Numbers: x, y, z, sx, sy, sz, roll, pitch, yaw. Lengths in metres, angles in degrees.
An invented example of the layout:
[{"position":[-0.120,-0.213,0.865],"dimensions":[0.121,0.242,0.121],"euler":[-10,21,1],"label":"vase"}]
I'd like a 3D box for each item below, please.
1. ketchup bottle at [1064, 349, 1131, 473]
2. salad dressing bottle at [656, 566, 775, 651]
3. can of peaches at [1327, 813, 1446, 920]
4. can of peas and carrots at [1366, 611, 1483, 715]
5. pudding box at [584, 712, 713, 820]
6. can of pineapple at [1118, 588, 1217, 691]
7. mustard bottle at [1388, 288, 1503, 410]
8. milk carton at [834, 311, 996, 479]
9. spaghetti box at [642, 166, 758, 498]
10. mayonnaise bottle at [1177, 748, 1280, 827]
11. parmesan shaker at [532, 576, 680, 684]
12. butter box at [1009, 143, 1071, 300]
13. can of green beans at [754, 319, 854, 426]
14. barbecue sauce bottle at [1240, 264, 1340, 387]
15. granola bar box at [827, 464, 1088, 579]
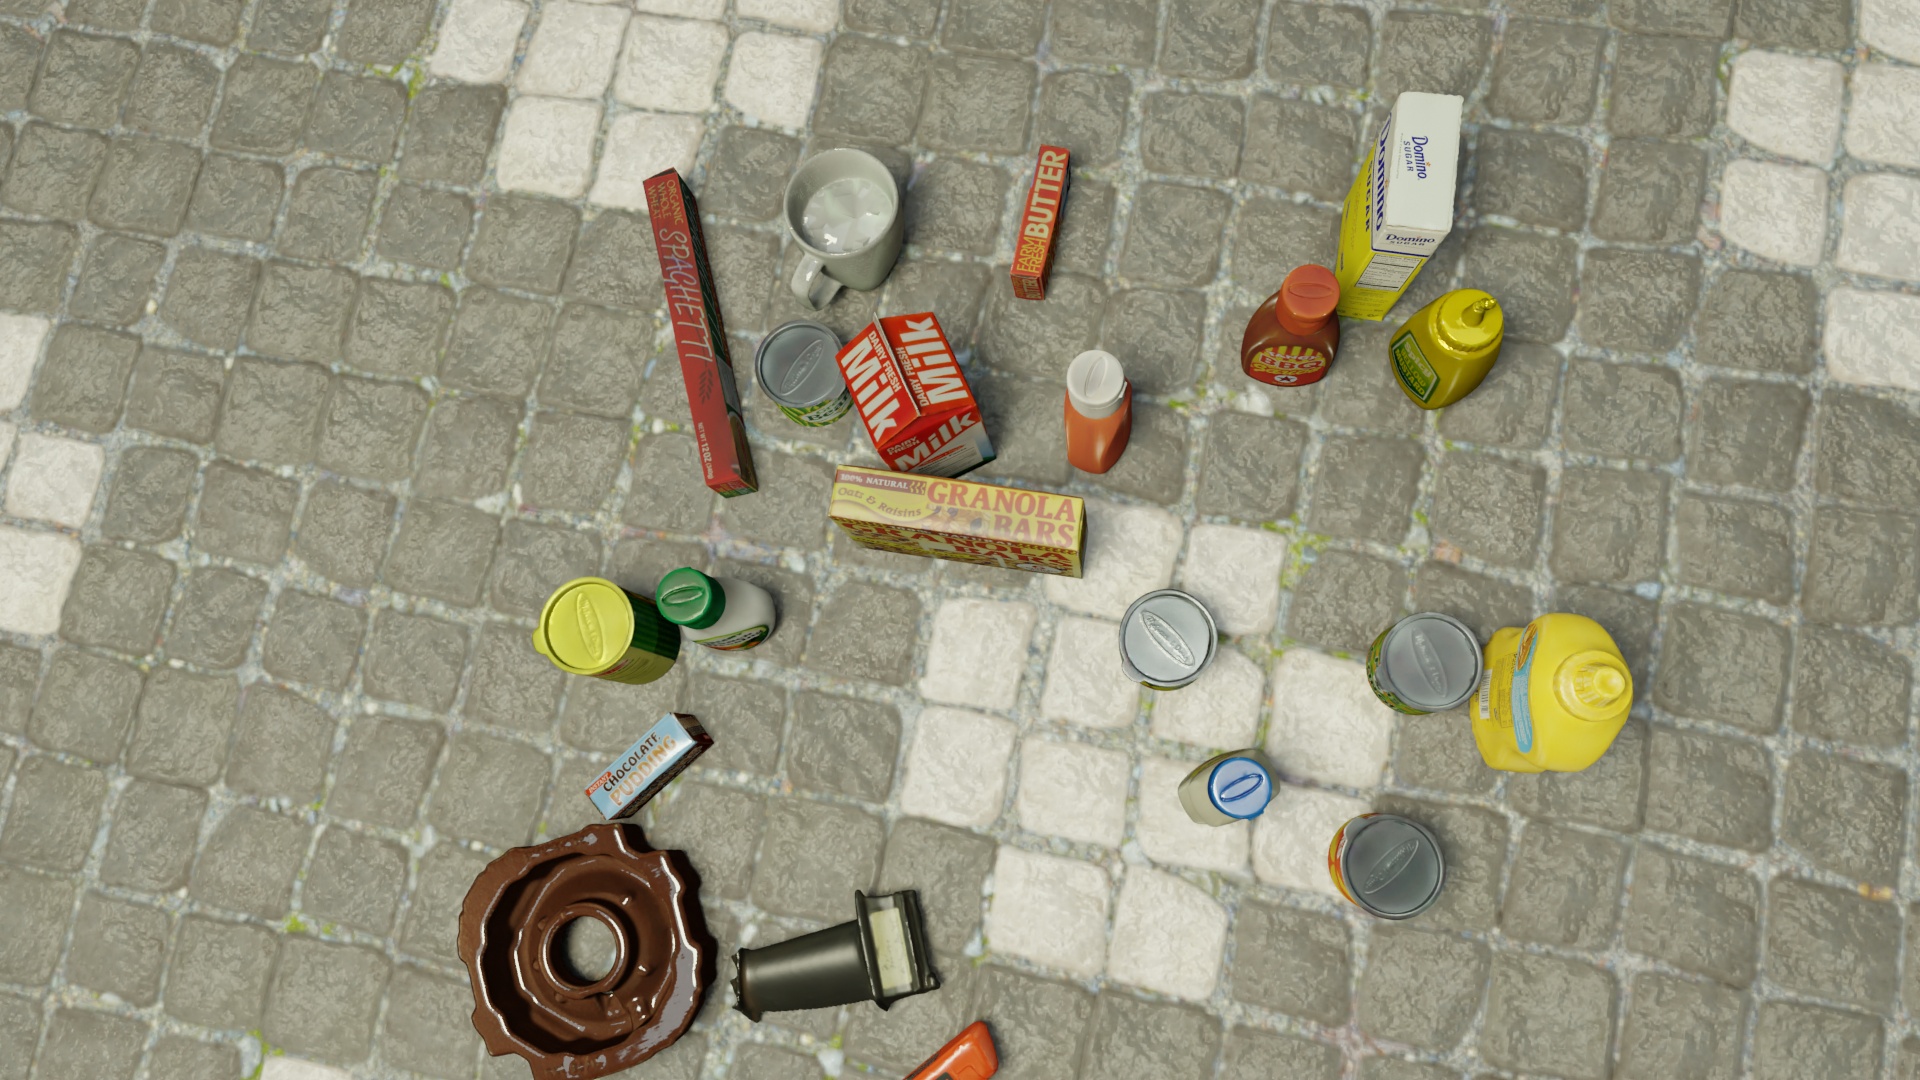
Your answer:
[{"position":[0.094,-0.091,0.946],"dimensions":[0.043,0.148,0.065],"euler":[19,83,9],"label":"ketchup bottle"},{"position":[-0.168,0.047,0.949],"dimensions":[0.064,0.147,0.044],"euler":[-12,79,4],"label":"salad dressing bottle"},{"position":[0.278,0.211,0.916],"dimensions":[0.071,0.058,0.071],"euler":[-1,80,6],"label":"can of peaches"},{"position":[0.309,0.085,0.936],"dimensions":[0.071,0.058,0.071],"euler":[-1,80,6],"label":"can of peas and carrots"},{"position":[-0.220,0.159,0.983],"dimensions":[0.084,0.049,0.030],"euler":[-42,78,-2],"label":"pudding box"},{"position":[0.140,0.070,0.957],"dimensions":[0.071,0.058,0.071],"euler":[-1,80,6],"label":"can of pineapple"},{"position":[0.326,-0.134,0.923],"dimensions":[0.049,0.160,0.065],"euler":[-29,78,1],"label":"mustard bottle"},{"position":[-0.030,-0.093,0.938],"dimensions":[0.073,0.190,0.072],"euler":[-25,78,2],"label":"milk carton"},{"position":[-0.195,-0.155,1.039],"dimensions":[0.029,0.050,0.250],"euler":[-15,78,4],"label":"spaghetti box"},{"position":[0.174,0.158,0.891],"dimensions":[0.065,0.148,0.041],"euler":[-28,78,1],"label":"mayonnaise bottle"},{"position":[-0.247,0.066,0.976],"dimensions":[0.071,0.103,0.071],"euler":[-1,80,6],"label":"parmesan shaker"},{"position":[0.060,-0.233,1.025],"dimensions":[0.024,0.053,0.103],"euler":[12,81,8],"label":"butter box"},{"position":[-0.112,-0.121,1.020],"dimensions":[0.071,0.057,0.071],"euler":[-1,80,6],"label":"can of green beans"},{"position":[0.228,-0.145,0.941],"dimensions":[0.065,0.148,0.044],"euler":[6,81,7],"label":"barbecue sauce bottle"},{"position":[0.003,-0.012,0.953],"dimensions":[0.165,0.124,0.039],"euler":[8,81,8],"label":"granola bar box"}]
